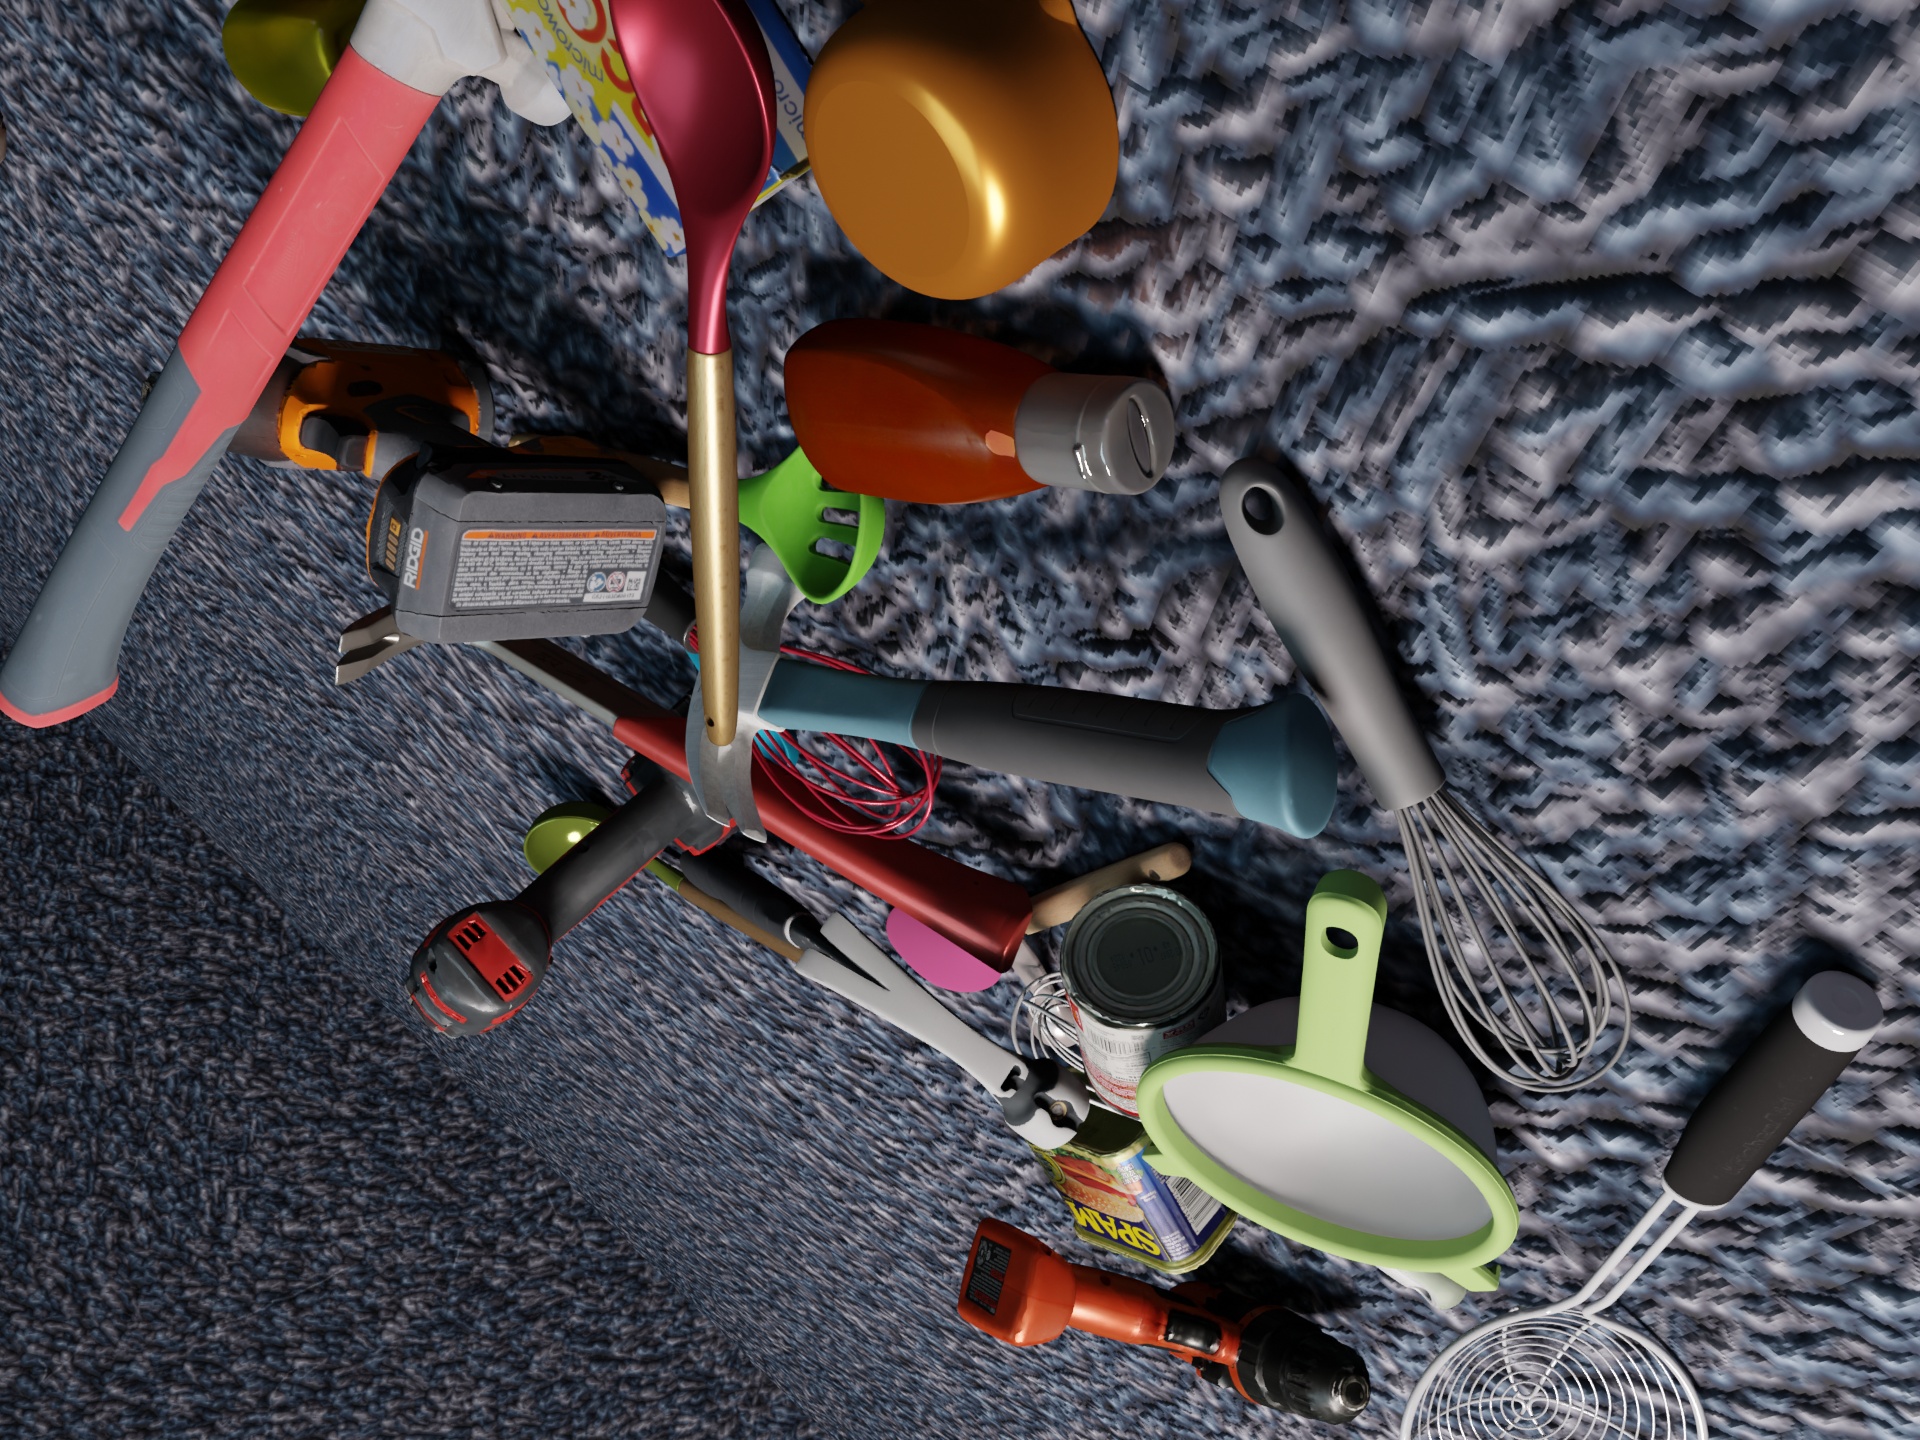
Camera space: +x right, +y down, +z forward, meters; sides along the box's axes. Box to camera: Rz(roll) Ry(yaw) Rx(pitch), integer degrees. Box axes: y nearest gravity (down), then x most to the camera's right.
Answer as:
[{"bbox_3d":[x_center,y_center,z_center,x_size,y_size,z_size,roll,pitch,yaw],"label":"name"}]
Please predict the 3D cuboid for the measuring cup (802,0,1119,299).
[{"bbox_3d":[-0.034,-0.196,0.460,0.173,0.052,0.095,45,152,-1],"label":"measuring cup"}]

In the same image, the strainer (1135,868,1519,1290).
[{"bbox_3d":[0.144,0.118,0.595,0.151,0.069,0.256,16,143,21],"label":"strainer"}]

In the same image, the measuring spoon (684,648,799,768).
[{"bbox_3d":[-0.123,-0.026,0.849,0.042,0.021,0.128,-26,97,47],"label":"measuring spoon"}]

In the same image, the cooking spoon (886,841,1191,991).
[{"bbox_3d":[0.029,0.100,0.795,0.068,0.017,0.319,46,152,-5],"label":"cooking spoon"}]

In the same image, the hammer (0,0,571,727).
[{"bbox_3d":[-0.304,-0.137,0.613,0.386,0.143,0.038,-46,53,25],"label":"hammer"}]

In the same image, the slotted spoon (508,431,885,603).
[{"bbox_3d":[-0.130,-0.110,0.728,0.314,0.031,0.070,20,107,46],"label":"slotted spoon"}]

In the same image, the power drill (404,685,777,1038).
[{"bbox_3d":[-0.215,0.091,0.894,0.080,0.227,0.188,49,152,-4],"label":"power drill"}]

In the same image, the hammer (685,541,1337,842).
[{"bbox_3d":[-0.001,-0.002,0.596,0.033,0.128,0.331,30,166,-40],"label":"hammer"}]

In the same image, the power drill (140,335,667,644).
[{"bbox_3d":[-0.259,-0.116,0.731,0.227,0.164,0.084,35,118,36],"label":"power drill"}]

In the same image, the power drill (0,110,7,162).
[{"bbox_3d":[-0.298,-0.294,0.508,0.084,0.226,0.185,26,146,34],"label":"power drill"}]

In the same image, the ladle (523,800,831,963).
[{"bbox_3d":[-0.177,0.131,1.080,0.320,0.062,0.078,23,144,33],"label":"ladle"}]

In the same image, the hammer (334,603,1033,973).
[{"bbox_3d":[-0.127,0.023,0.780,0.359,0.149,0.036,29,122,17],"label":"hammer"}]

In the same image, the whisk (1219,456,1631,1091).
[{"bbox_3d":[0.147,0.020,0.508,0.055,0.055,0.239,-12,113,58],"label":"whisk"}]

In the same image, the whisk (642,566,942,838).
[{"bbox_3d":[-0.114,-0.034,0.781,0.296,0.073,0.073,36,151,31],"label":"whisk"}]

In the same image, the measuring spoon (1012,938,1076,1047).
[{"bbox_3d":[0.034,0.136,0.812,0.034,0.018,0.124,11,148,32],"label":"measuring spoon"}]

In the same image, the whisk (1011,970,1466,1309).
[{"bbox_3d":[0.130,0.201,0.761,0.246,0.059,0.057,33,161,15],"label":"whisk"}]

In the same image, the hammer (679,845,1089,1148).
[{"bbox_3d":[-0.084,0.117,0.863,0.149,0.036,0.409,40,169,-24],"label":"hammer"}]

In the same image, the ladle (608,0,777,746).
[{"bbox_3d":[-0.086,-0.107,0.552,0.069,0.031,0.315,36,141,28],"label":"ladle"}]

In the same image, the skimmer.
[{"bbox_3d":[0.251,0.221,0.575,0.127,0.090,0.363,5,139,3],"label":"skimmer"}]
